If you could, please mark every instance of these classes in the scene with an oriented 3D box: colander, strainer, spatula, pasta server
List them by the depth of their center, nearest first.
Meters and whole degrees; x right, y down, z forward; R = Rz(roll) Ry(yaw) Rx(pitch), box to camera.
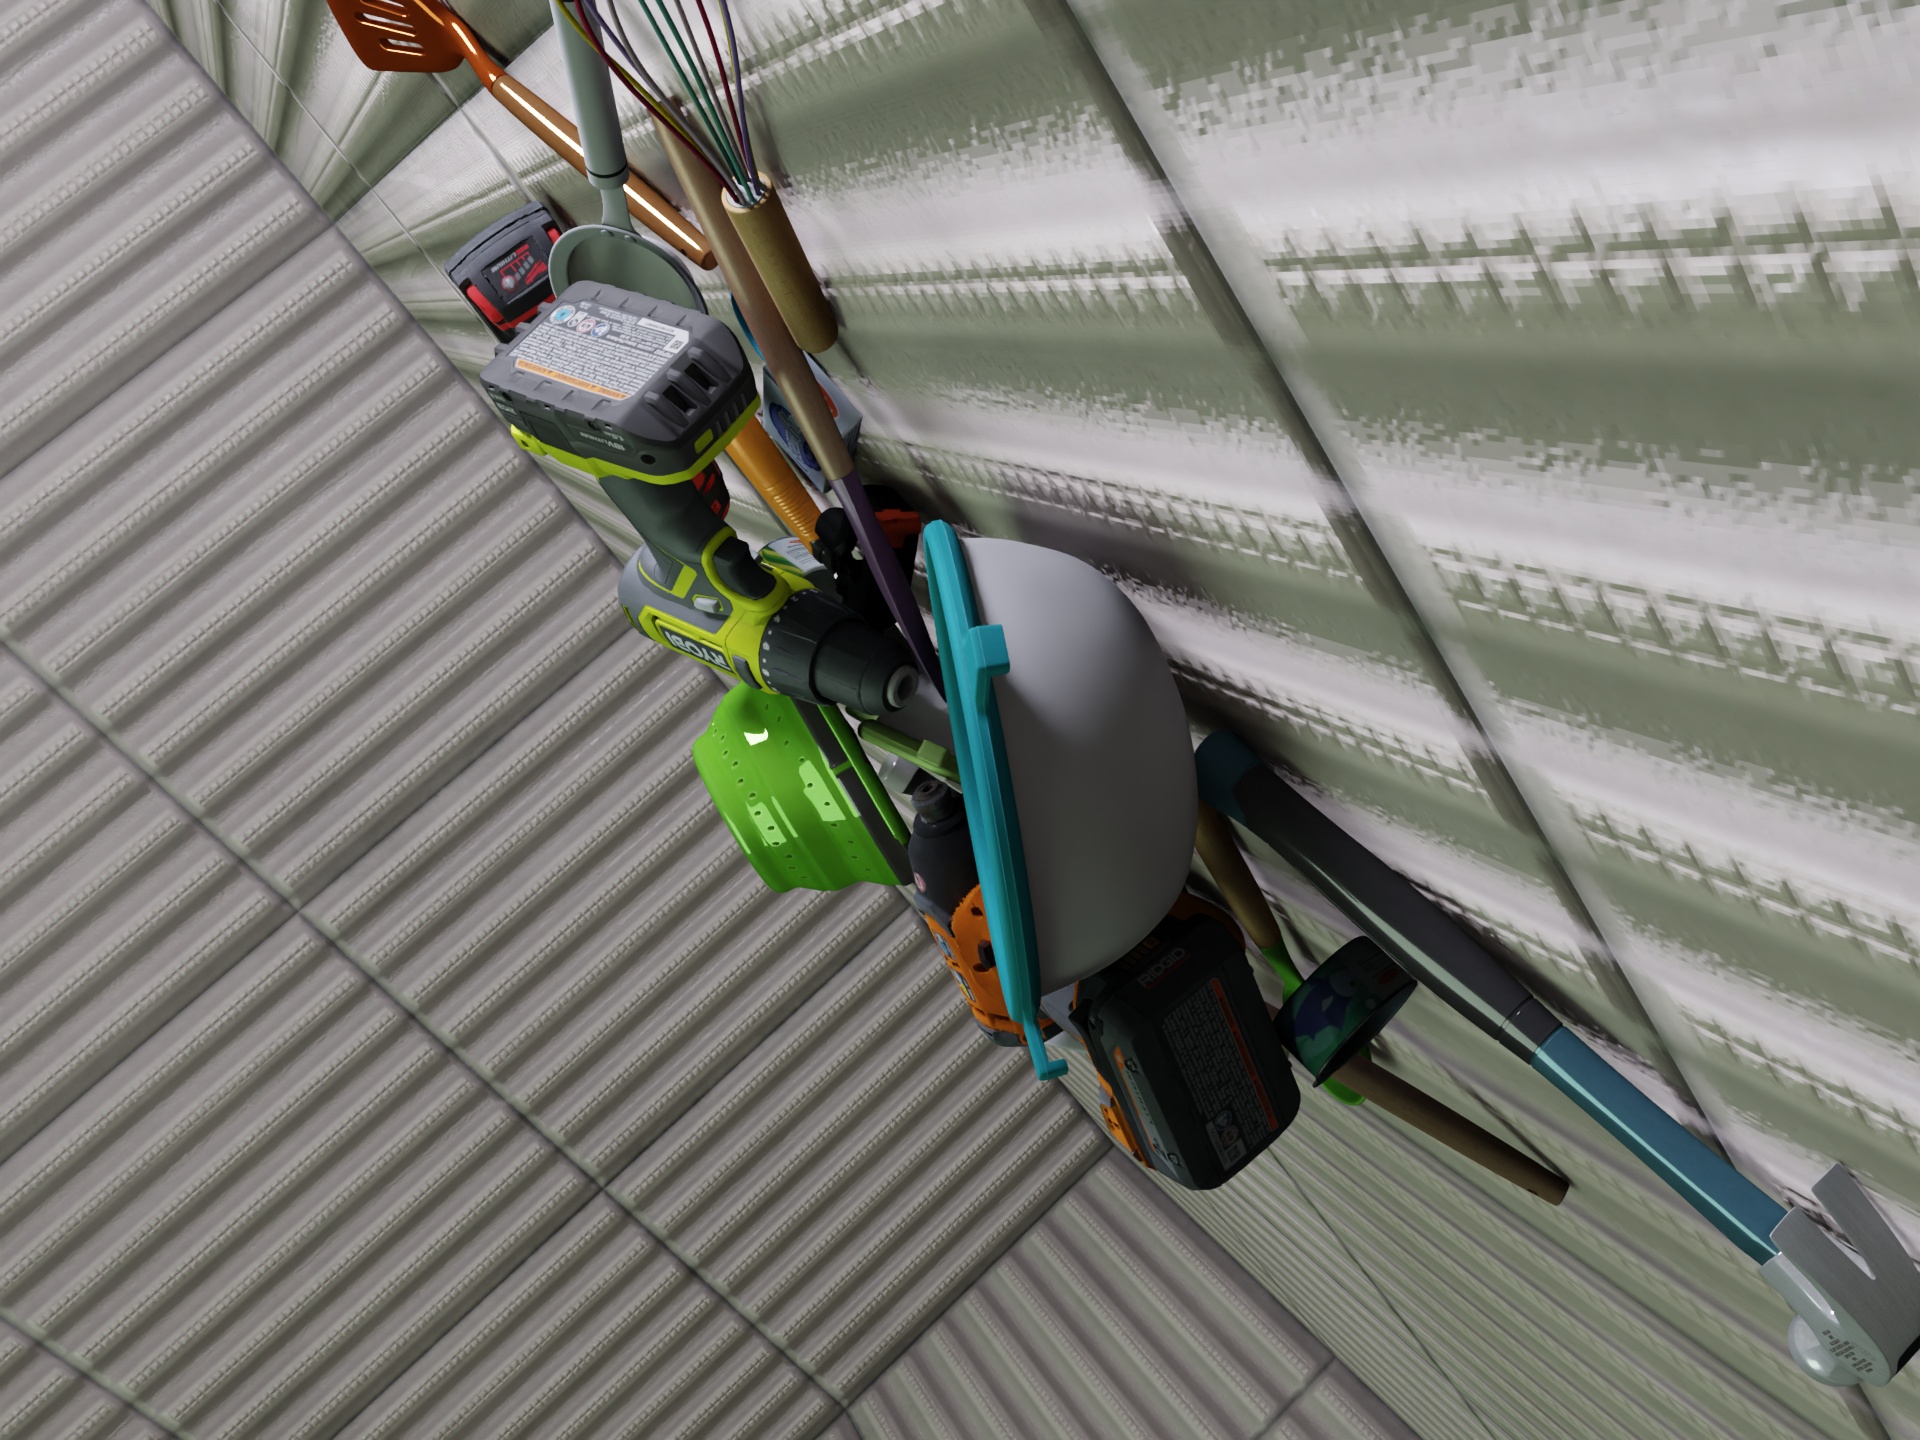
[{"bbox_3d":[0.042,-0.012,0.723,0.341,0.095,0.210,-101,2,-65],"label":"strainer"},{"bbox_3d":[-0.159,-0.248,0.732,0.087,0.050,0.258,17,151,8],"label":"strainer"},{"bbox_3d":[-0.067,-0.138,0.750,0.060,0.018,0.315,-100,-14,-60],"label":"spatula"},{"bbox_3d":[0.172,0.155,0.838,0.316,0.040,0.060,29,166,21],"label":"pasta server"},{"bbox_3d":[-0.238,-0.322,0.850,0.323,0.041,0.081,42,162,24],"label":"spatula"},{"bbox_3d":[-0.002,-0.003,0.945,0.151,0.069,0.256,24,-179,-30],"label":"strainer"},{"bbox_3d":[-0.109,0.037,1.068,0.204,0.094,0.397,60,177,-4],"label":"colander"}]

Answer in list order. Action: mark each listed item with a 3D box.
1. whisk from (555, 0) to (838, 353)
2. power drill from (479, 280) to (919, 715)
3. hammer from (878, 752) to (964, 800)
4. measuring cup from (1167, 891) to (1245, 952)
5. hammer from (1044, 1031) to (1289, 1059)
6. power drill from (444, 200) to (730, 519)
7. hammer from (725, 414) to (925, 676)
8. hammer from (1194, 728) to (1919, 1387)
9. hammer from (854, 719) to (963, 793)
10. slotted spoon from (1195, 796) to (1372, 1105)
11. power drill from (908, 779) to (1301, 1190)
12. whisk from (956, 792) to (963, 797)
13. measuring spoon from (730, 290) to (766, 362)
[{"bbox_3d":[-0.094,-0.219,0.616,0.051,0.047,0.244,42,172,24],"label":"whisk"},{"bbox_3d":[-0.123,-0.096,0.800,0.191,0.080,0.228,23,154,32],"label":"power drill"},{"bbox_3d":[0.026,0.106,1.108,0.146,0.035,0.335,31,-172,-15],"label":"hammer"},{"bbox_3d":[0.096,0.116,0.949,0.173,0.052,0.095,36,149,-19],"label":"measuring cup"},{"bbox_3d":[0.162,0.237,1.094,0.143,0.038,0.386,9,166,17],"label":"hammer"},{"bbox_3d":[-0.237,-0.225,1.035,0.220,0.078,0.143,52,176,20],"label":"power drill"},{"bbox_3d":[-0.104,-0.134,1.036,0.336,0.034,0.127,54,168,-32],"label":"hammer"},{"bbox_3d":[0.214,0.116,0.613,0.331,0.033,0.128,43,170,28],"label":"hammer"},{"bbox_3d":[0.046,0.051,1.050,0.130,0.031,0.331,34,174,-28],"label":"hammer"},{"bbox_3d":[0.155,0.100,0.840,0.070,0.031,0.313,34,162,55],"label":"slotted spoon"},{"bbox_3d":[0.053,0.119,0.794,0.227,0.084,0.164,24,144,57],"label":"power drill"},{"bbox_3d":[0.043,0.090,1.003,0.055,0.055,0.238,42,-173,30],"label":"whisk"},{"bbox_3d":[-0.102,-0.222,0.738,0.042,0.021,0.128,42,160,44],"label":"measuring spoon"}]
